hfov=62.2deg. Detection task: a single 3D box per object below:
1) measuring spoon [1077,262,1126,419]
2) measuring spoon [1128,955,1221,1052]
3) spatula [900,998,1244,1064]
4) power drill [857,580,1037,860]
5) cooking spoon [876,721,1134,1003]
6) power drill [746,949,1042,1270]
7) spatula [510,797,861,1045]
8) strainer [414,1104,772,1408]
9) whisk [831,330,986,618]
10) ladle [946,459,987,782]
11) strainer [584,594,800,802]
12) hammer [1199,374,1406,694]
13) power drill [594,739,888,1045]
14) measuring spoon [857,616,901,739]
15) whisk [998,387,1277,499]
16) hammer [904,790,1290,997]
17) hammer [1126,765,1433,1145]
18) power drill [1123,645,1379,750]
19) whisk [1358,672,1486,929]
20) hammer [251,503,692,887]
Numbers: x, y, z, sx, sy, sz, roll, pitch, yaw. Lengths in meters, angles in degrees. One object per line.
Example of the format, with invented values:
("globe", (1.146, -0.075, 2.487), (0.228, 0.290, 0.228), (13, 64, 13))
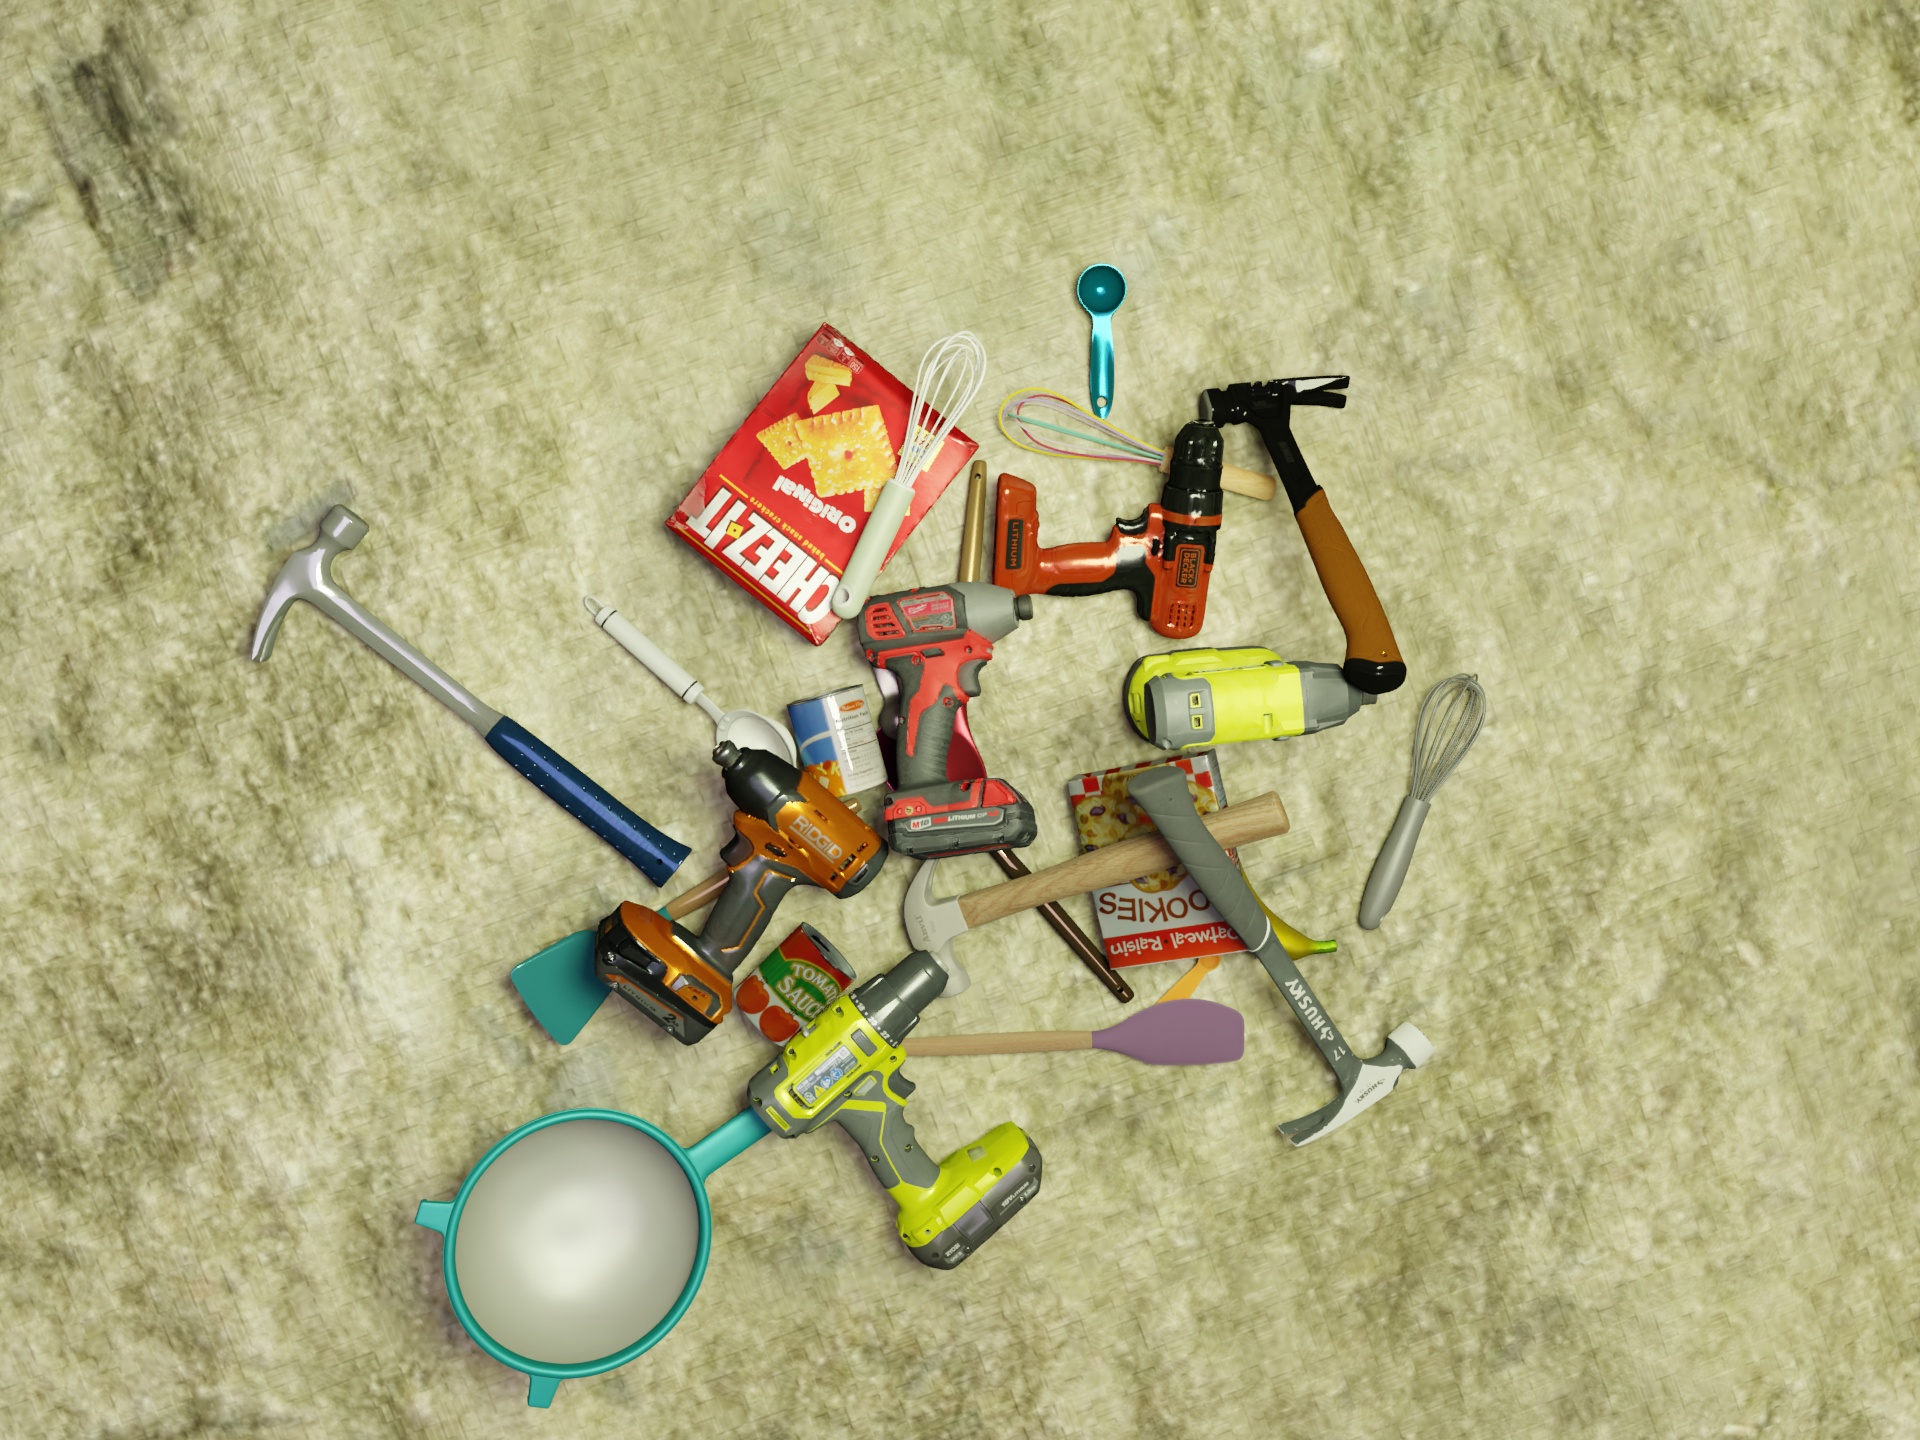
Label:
("measuring spoon", (0.118, -0.320, 1.347), (0.042, 0.021, 0.128), (-2, 102, -4))
("measuring spoon", (0.184, 0.243, 1.379), (0.021, 0.011, 0.117), (40, 94, -5))
("spatula", (0.087, 0.273, 1.366), (0.316, 0.018, 0.060), (-3, 98, -1))
("power drill", (-0.002, -0.004, 1.282), (0.143, 0.078, 0.220), (-9, 80, 10))
("cooking spoon", (0.041, 0.121, 1.360), (0.069, 0.017, 0.319), (-41, 94, -2))
("power drill", (-0.037, 0.320, 1.321), (0.190, 0.080, 0.228), (-41, 101, -4))
("spatula", (-0.220, 0.154, 1.334), (0.317, 0.044, 0.082), (-31, 108, -3))
("strainer", (-0.266, 0.388, 1.330), (0.340, 0.095, 0.211), (-31, 97, -21))
("whisk", (-0.043, -0.193, 1.258), (0.058, 0.059, 0.246), (30, 98, 28))
("ladle", (0.000, -0.063, 1.336), (0.069, 0.031, 0.315), (6, 87, 6))
("strainer", (-0.215, -0.020, 1.328), (0.258, 0.050, 0.086), (41, 134, 1))
("hammer", (0.288, -0.154, 1.245), (0.127, 0.034, 0.337), (-7, 50, -4))
("power drill", (-0.190, 0.131, 1.274), (0.226, 0.084, 0.164), (-45, 109, 3))
("measuring spoon", (-0.065, -0.043, 1.340), (0.034, 0.018, 0.124), (-17, 87, -1))
("whisk", (0.151, -0.229, 1.338), (0.245, 0.051, 0.047), (15, 86, -7))
("hammer", (0.106, 0.122, 1.308), (0.331, 0.031, 0.130), (-20, 96, 16))
("hammer", (0.244, 0.188, 1.285), (0.149, 0.036, 0.408), (-40, 118, -5))
("power drill", (0.220, -0.017, 1.260), (0.171, 0.223, 0.080), (-6, 94, -3))
("whisk", (0.393, 0.070, 1.364), (0.055, 0.055, 0.239), (20, 95, -4))
("hammer", (-0.399, 0.003, 1.321), (0.405, 0.035, 0.144), (39, 90, -4))
